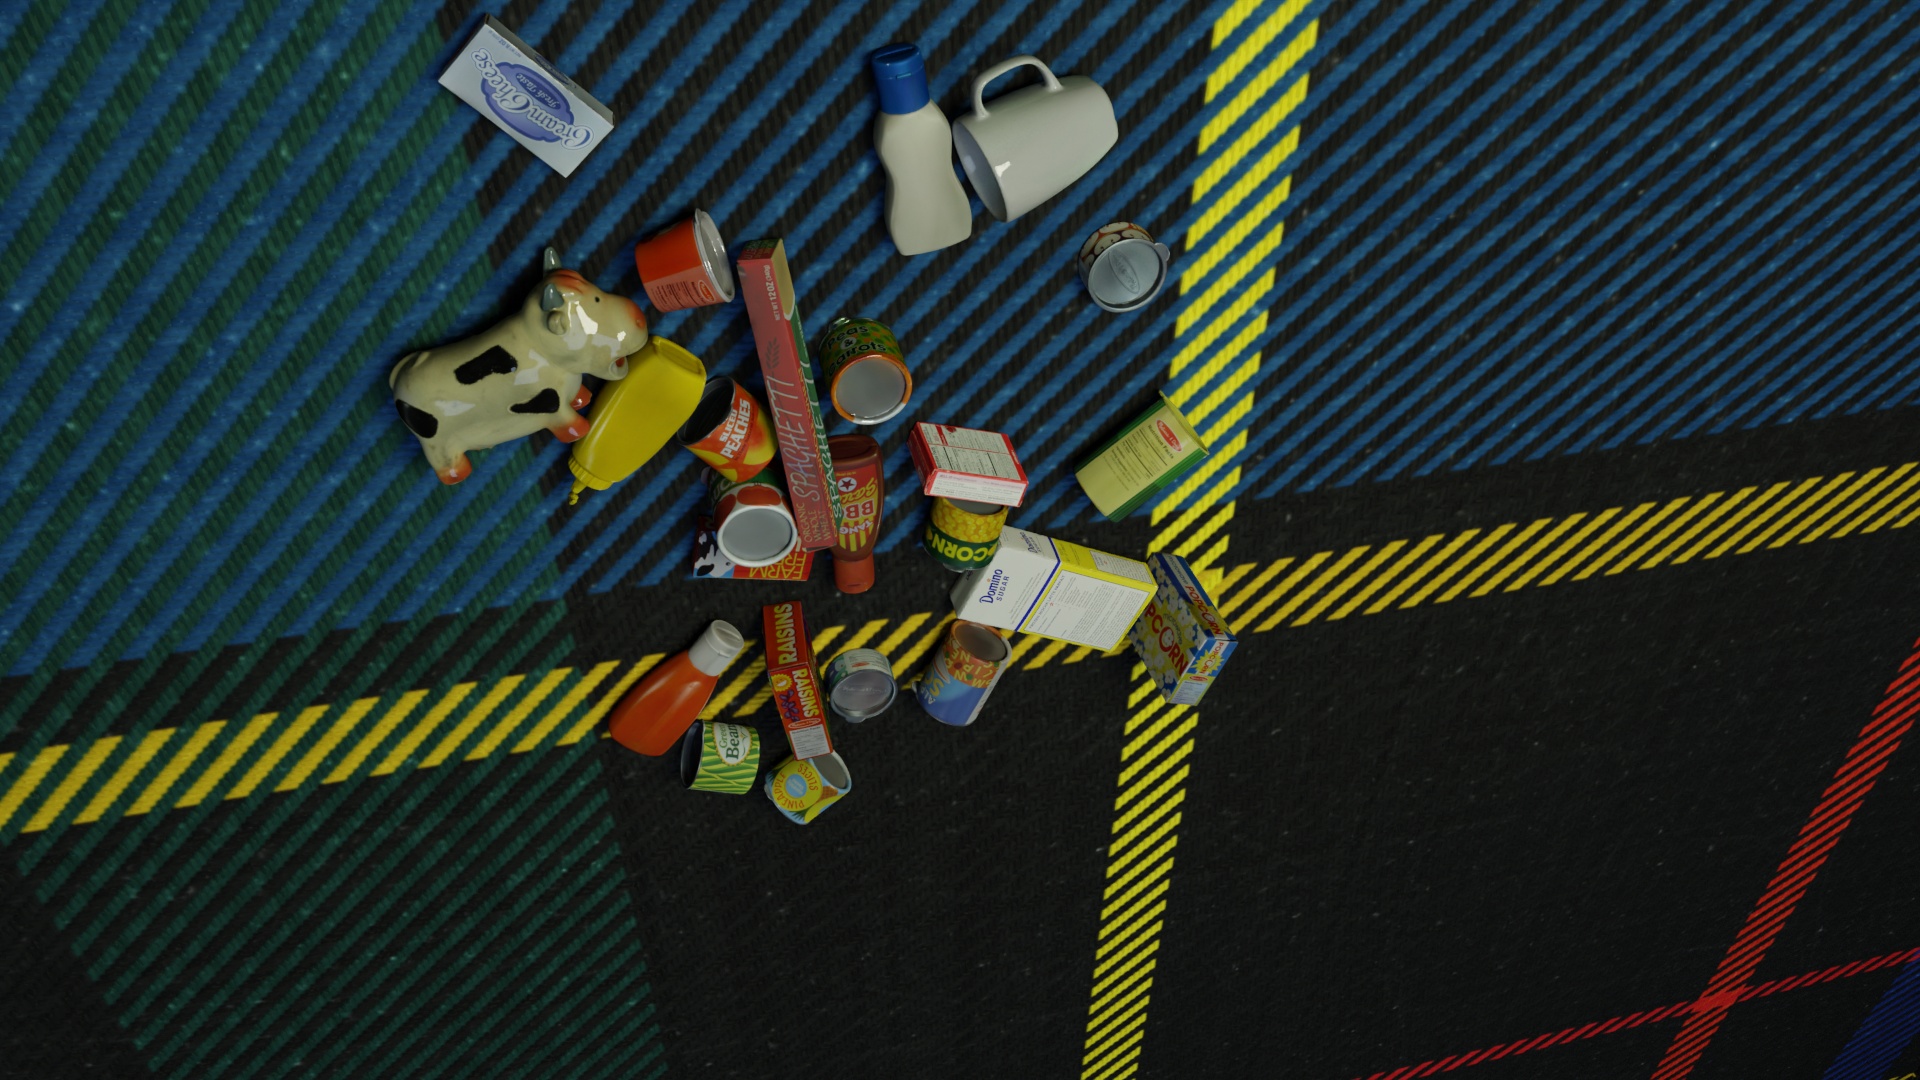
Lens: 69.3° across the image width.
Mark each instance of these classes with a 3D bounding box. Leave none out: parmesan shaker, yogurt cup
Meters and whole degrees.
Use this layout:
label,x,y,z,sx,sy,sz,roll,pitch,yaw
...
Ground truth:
label,x,y,z,sx,sy,sz,roll,pitch,yaw
parmesan shaker,0.157,-0.074,1.227,0.103,0.071,0.071,-38,129,15
yogurt cup,-0.201,-0.199,1.011,0.054,0.073,0.072,-16,131,7

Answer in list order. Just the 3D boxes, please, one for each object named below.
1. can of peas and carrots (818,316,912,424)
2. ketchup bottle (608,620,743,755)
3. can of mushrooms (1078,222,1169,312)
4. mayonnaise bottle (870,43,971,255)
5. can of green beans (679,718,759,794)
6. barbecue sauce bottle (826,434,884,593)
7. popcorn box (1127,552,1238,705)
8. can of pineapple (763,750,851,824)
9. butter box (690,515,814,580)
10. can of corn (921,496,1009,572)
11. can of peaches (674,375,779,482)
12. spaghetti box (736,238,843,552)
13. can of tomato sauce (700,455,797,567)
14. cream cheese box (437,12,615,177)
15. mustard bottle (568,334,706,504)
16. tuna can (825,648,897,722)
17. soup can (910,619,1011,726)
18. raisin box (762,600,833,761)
label,x,y,z,sx,sy,sz,roll,pitch,yaw
can of peas and carrots,-0.077,-0.136,1.104,0.071,0.059,0.070,-9,130,-11
ketchup bottle,-0.257,0.135,1.277,0.064,0.044,0.148,30,114,-35
can of mushrooms,0.132,-0.221,1.118,0.071,0.033,0.070,-8,129,-10
mayonnaise bottle,-0.033,-0.284,1.011,0.065,0.041,0.147,-17,130,-6
can of green beans,-0.230,0.207,1.330,0.058,0.071,0.071,12,124,-26
barbecue sauce bottle,-0.096,-0.021,1.202,0.065,0.044,0.147,-7,130,-7
popcorn box,0.205,0.083,1.326,0.038,0.127,0.084,8,125,-28
can of pineapple,-0.151,0.239,1.379,0.057,0.071,0.071,-39,129,14
butter box,-0.180,0.008,1.211,0.104,0.024,0.052,2,128,-19
can of corn,0.004,-0.015,1.220,0.071,0.071,0.058,3,126,-20
can of peaches,-0.182,-0.087,1.103,0.071,0.071,0.058,-38,130,14
spaghetti box,-0.130,-0.109,1.083,0.029,0.050,0.248,-6,120,7
can of tomato sauce,-0.174,-0.028,1.144,0.071,0.083,0.070,-9,130,-11
cream cheese box,-0.289,-0.296,0.930,0.053,0.024,0.103,-41,128,18
mustard bottle,-0.266,-0.087,1.090,0.065,0.049,0.159,31,115,-33
tuna can,-0.097,0.140,1.339,0.071,0.033,0.070,-9,130,-11
soup can,0.001,0.125,1.337,0.071,0.071,0.083,12,123,-26
raisin box,-0.150,0.129,1.278,0.040,0.086,0.122,-11,131,-2
